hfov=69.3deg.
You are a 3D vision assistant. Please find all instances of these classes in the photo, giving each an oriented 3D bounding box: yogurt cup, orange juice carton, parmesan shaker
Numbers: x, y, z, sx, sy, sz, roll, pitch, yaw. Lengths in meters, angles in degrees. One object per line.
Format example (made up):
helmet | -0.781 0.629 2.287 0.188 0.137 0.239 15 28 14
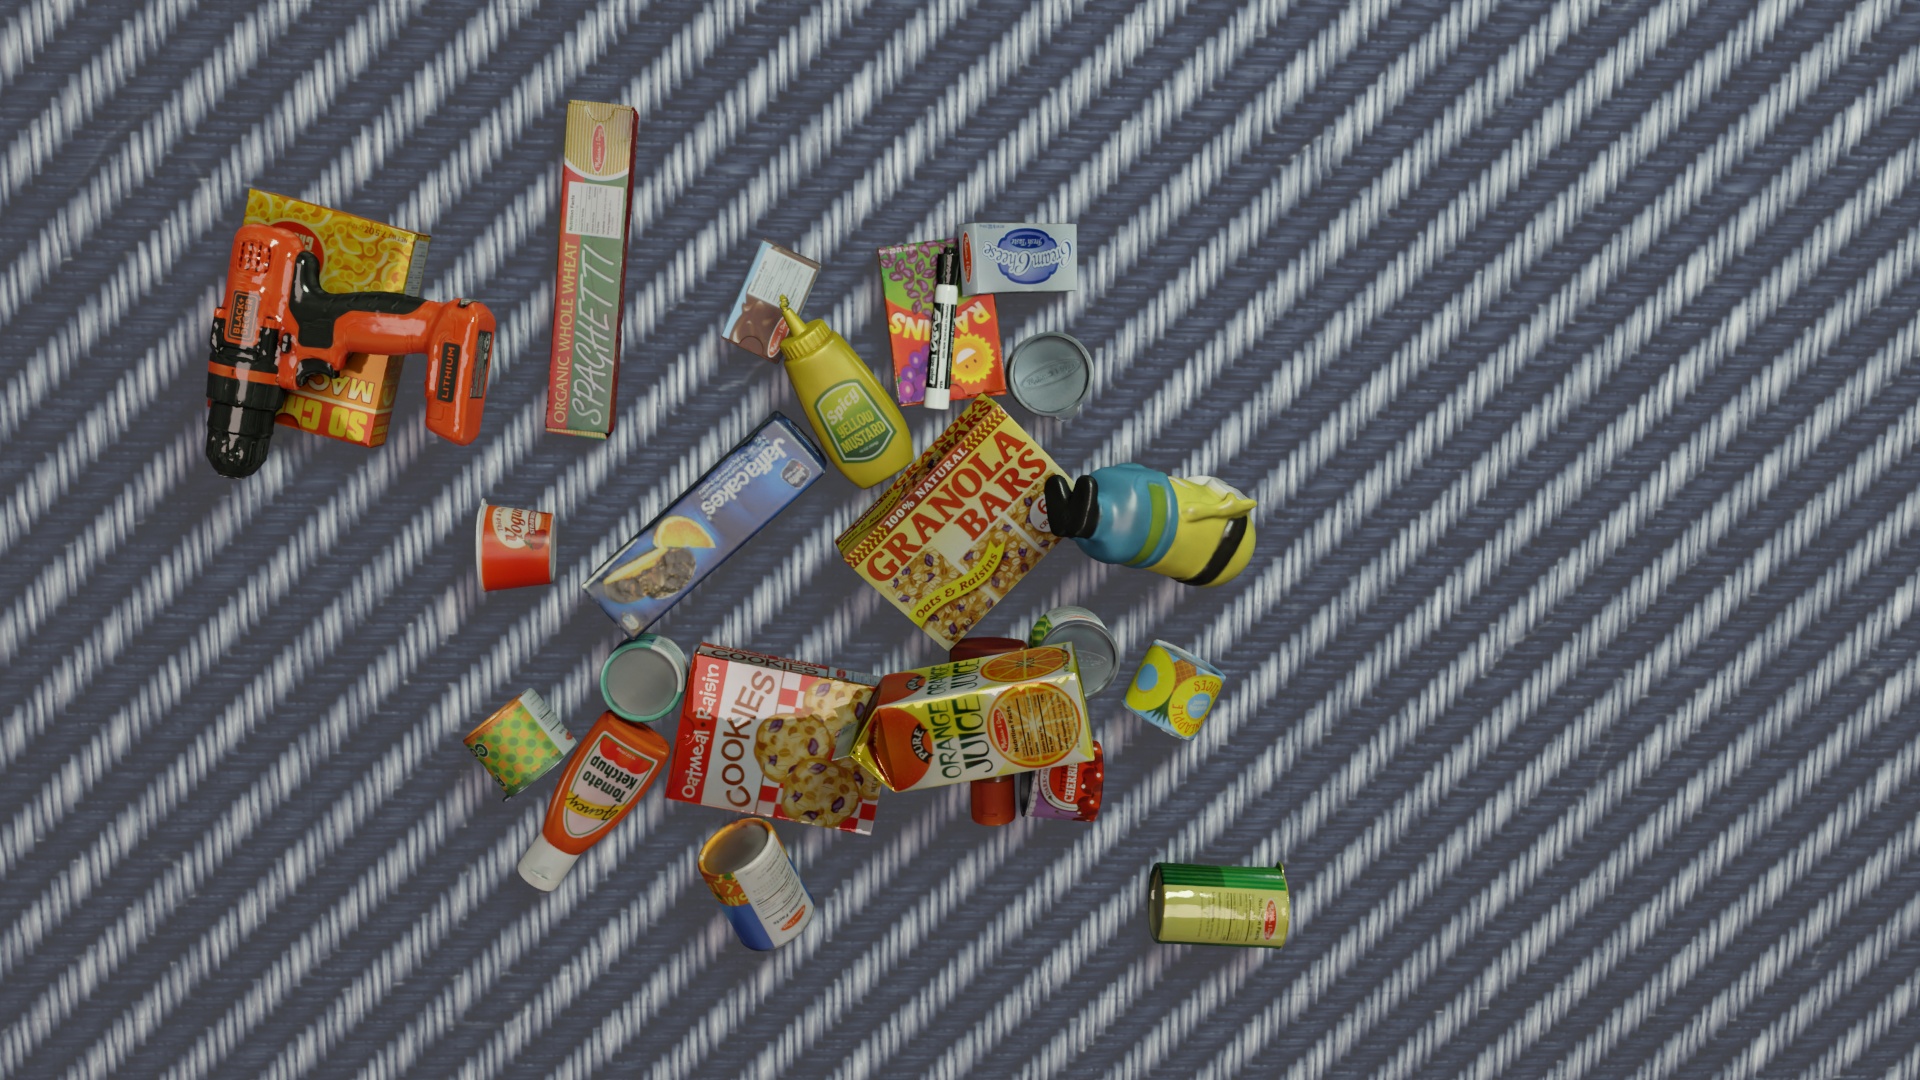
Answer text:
yogurt cup | -0.340 0.006 1.066 0.054 0.072 0.072 0 99 -12
orange juice carton | -0.001 0.137 1.051 0.193 0.072 0.073 -10 104 5
parmesan shaker | 0.211 0.297 1.143 0.103 0.071 0.071 4 98 -3

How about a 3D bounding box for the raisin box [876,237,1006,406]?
raisin box | -0.014 -0.170 1.073 0.086 0.040 0.123 -8 100 -3

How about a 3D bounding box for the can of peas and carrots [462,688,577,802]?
can of peas and carrots | -0.346 0.159 1.085 0.071 0.071 0.058 -36 98 2

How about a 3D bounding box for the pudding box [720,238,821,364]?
pudding box | -0.145 -0.184 1.067 0.050 0.030 0.083 24 96 -8

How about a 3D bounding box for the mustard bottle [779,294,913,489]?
mustard bottle | -0.096 -0.116 1.057 0.065 0.049 0.160 -32 112 2

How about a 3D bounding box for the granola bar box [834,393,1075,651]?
granola bar box | 0.004 -0.014 1.080 0.165 0.039 0.124 -45 117 3

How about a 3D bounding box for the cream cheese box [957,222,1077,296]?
cream cheese box | 0.044 -0.213 1.051 0.104 0.024 0.053 -10 102 -39

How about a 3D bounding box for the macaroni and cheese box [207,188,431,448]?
macaroni and cheese box | -0.482 -0.165 1.042 0.124 0.040 0.166 15 97 -5

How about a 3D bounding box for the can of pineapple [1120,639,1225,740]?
can of pineapple | 0.172 0.120 1.112 0.071 0.071 0.058 26 96 -7

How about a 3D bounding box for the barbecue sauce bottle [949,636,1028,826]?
barbecue sauce bottle | 0.025 0.154 1.120 0.065 0.044 0.148 0 99 10

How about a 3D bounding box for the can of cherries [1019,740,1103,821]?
can of cherries | 0.081 0.191 1.116 0.058 0.071 0.071 6 98 -5

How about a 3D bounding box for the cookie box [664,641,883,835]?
cookie box | -0.141 0.159 1.112 0.167 0.040 0.122 12 98 -5

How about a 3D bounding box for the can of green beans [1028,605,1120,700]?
can of green beans | 0.090 0.089 1.108 0.071 0.058 0.071 -1 99 -4

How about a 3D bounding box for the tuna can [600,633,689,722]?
tuna can | -0.253 0.110 1.102 0.071 0.033 0.071 -1 98 -4

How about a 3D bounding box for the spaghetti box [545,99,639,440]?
spaghetti box | -0.281 -0.203 1.056 0.050 0.029 0.249 6 98 -5

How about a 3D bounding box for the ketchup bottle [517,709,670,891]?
ketchup bottle | -0.297 0.210 1.108 0.064 0.043 0.148 34 96 -13

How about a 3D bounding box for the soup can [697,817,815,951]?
soup can | -0.164 0.272 1.105 0.071 0.071 0.083 -22 118 0

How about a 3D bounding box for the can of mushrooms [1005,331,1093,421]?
can of mushrooms | 0.070 -0.128 1.087 0.071 0.033 0.071 -1 98 -4
